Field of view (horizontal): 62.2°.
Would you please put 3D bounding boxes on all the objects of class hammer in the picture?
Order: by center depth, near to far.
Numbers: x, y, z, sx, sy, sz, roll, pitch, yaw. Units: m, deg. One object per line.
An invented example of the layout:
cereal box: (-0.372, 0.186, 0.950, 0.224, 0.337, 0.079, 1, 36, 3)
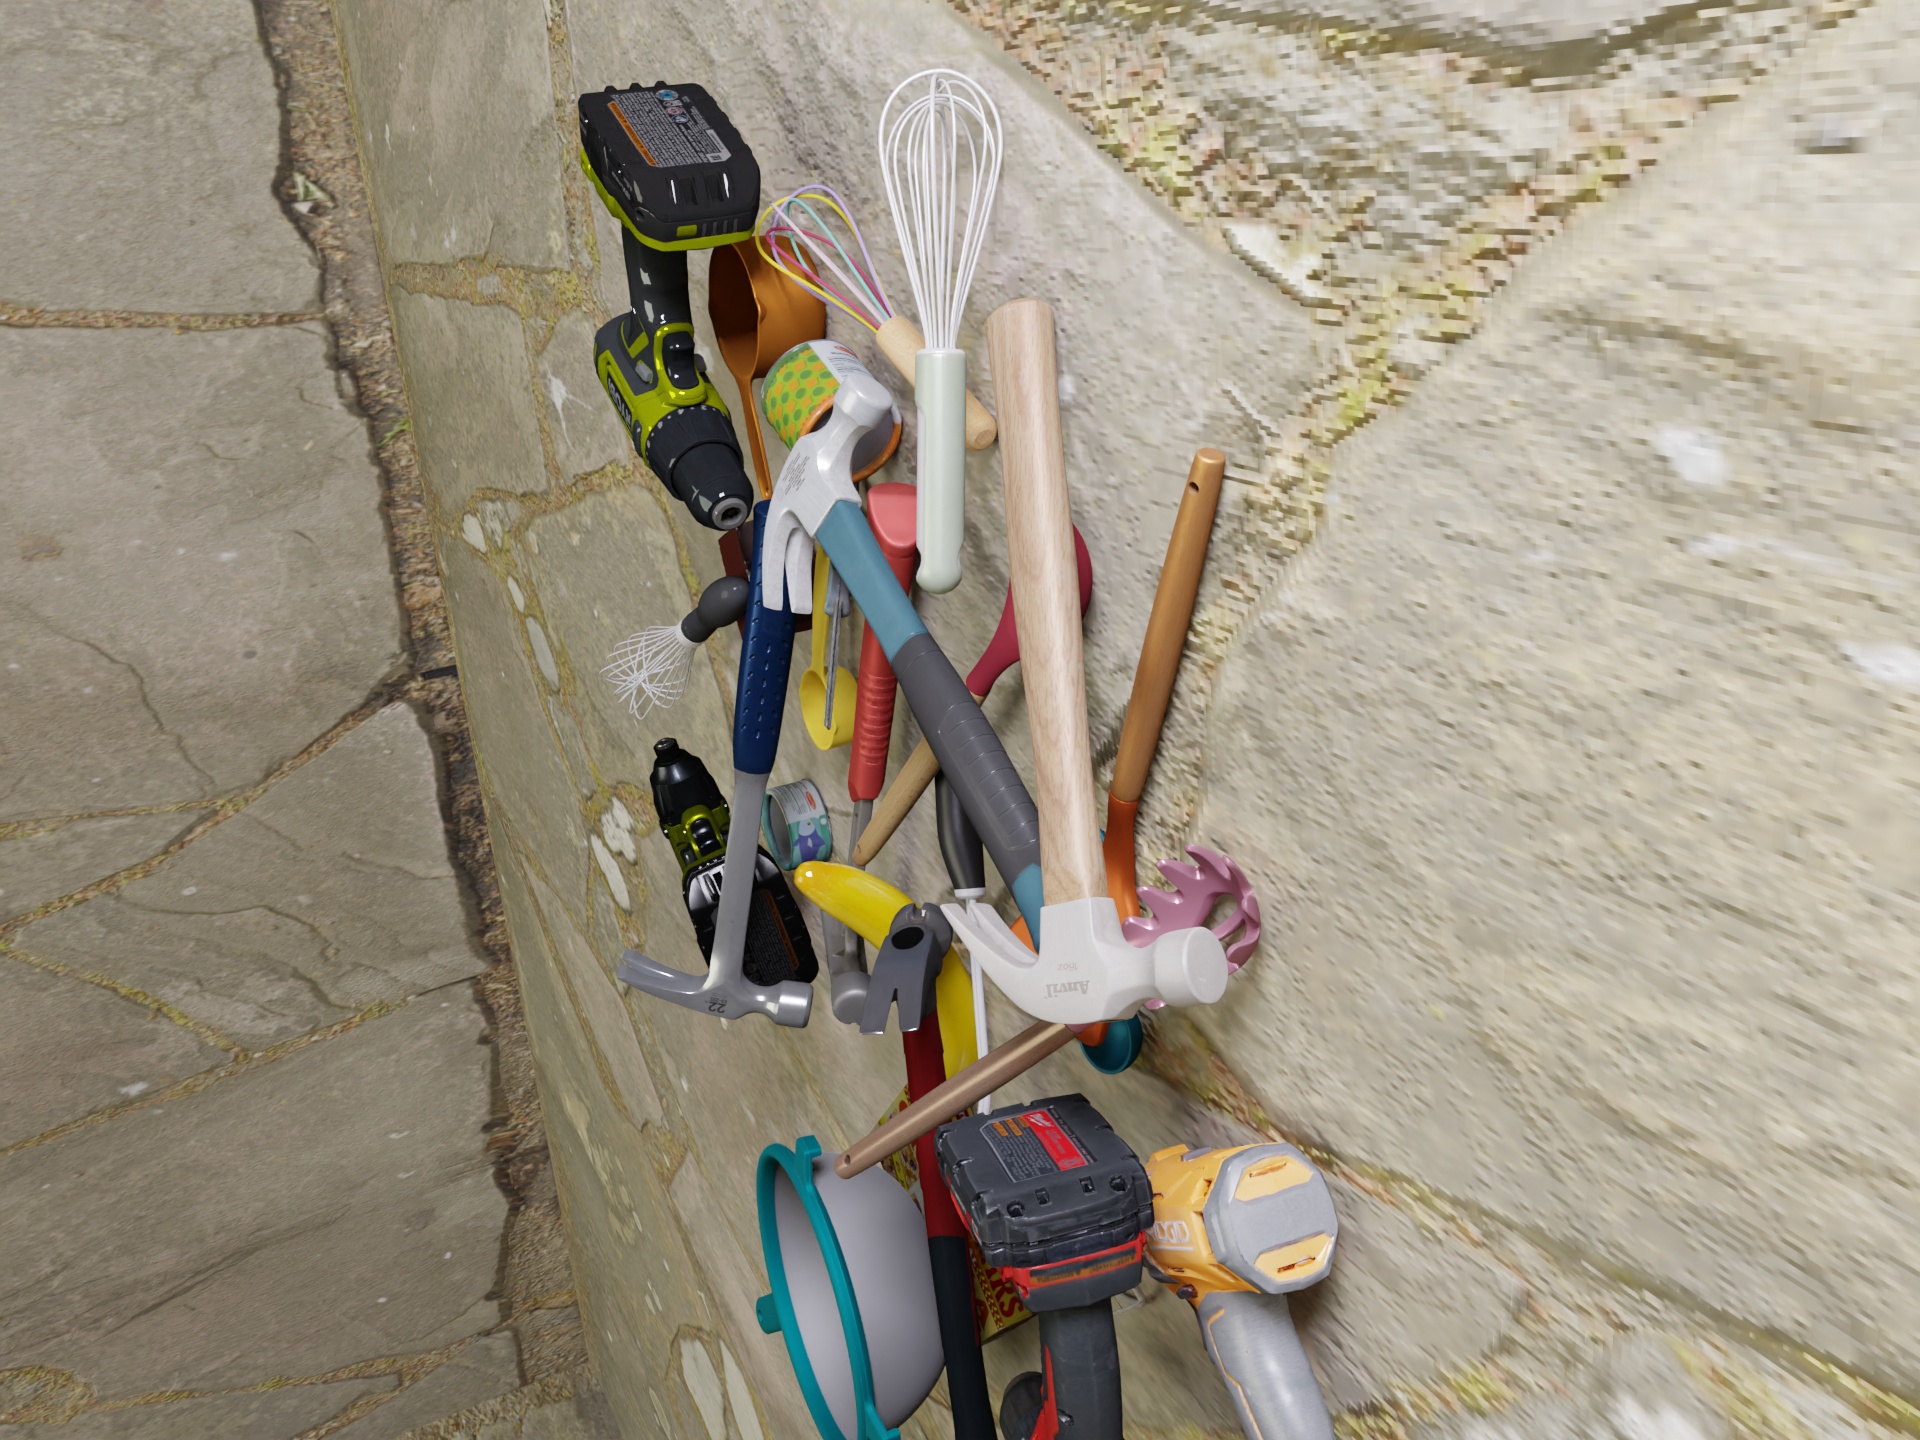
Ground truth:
hammer: (0.039, -0.032, 0.710, 0.130, 0.031, 0.331, -18, 71, 41)
hammer: (-0.019, -0.026, 0.810, 0.128, 0.033, 0.331, -51, 52, 30)
hammer: (-0.009, 0.312, 0.938, 0.143, 0.038, 0.386, -70, -26, -73)
hammer: (-0.058, 0.014, 1.011, 0.149, 0.036, 0.358, -104, 19, -55)
hammer: (-0.150, 0.041, 1.092, 0.035, 0.144, 0.405, -88, 8, -61)

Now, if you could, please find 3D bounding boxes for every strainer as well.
strainer: (-0.079, 0.402, 1.123, 0.340, 0.095, 0.211, 124, 131, -63)

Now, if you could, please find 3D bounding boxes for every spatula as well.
spatula: (0.076, 0.019, 0.742, 0.081, 0.041, 0.322, 39, 137, 32)

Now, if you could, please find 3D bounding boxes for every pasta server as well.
pasta server: (0.031, 0.157, 0.774, 0.316, 0.040, 0.060, -40, 53, 33)

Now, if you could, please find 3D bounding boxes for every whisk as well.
whisk: (-0.010, -0.184, 0.762, 0.058, 0.059, 0.246, -116, 27, -82)
whisk: (-0.050, -0.224, 0.884, 0.245, 0.047, 0.051, 54, 147, 34)
whisk: (-0.205, -0.056, 1.168, 0.284, 0.070, 0.070, -25, 80, 62)

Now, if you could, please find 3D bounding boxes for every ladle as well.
ladle: (-0.001, -0.003, 0.859, 0.315, 0.031, 0.069, -56, 47, 47)

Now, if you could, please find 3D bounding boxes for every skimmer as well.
skimmer: (0.038, 0.157, 0.912, 0.127, 0.090, 0.363, 157, 108, -71)

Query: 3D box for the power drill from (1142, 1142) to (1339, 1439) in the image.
power drill: (0.130, 0.312, 0.742, 0.185, 0.084, 0.226, 138, 119, -65)

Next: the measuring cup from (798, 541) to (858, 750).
measuring cup: (-0.083, -0.054, 1.066, 0.062, 0.029, 0.156, 41, 134, 51)

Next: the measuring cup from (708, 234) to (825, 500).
measuring cup: (-0.115, -0.221, 1.012, 0.095, 0.052, 0.173, 26, 127, 60)

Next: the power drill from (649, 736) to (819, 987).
power drill: (-0.196, 0.121, 1.291, 0.223, 0.080, 0.171, 45, 156, 59)

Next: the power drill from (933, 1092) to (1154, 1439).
power drill: (0.046, 0.304, 0.775, 0.188, 0.080, 0.226, -154, 55, -76)

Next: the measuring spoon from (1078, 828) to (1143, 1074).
measuring spoon: (0.079, 0.118, 0.825, 0.042, 0.021, 0.128, 1, 95, 52)

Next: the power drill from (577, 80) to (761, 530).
power drill: (-0.172, -0.245, 0.967, 0.191, 0.080, 0.228, 58, 152, 36)
